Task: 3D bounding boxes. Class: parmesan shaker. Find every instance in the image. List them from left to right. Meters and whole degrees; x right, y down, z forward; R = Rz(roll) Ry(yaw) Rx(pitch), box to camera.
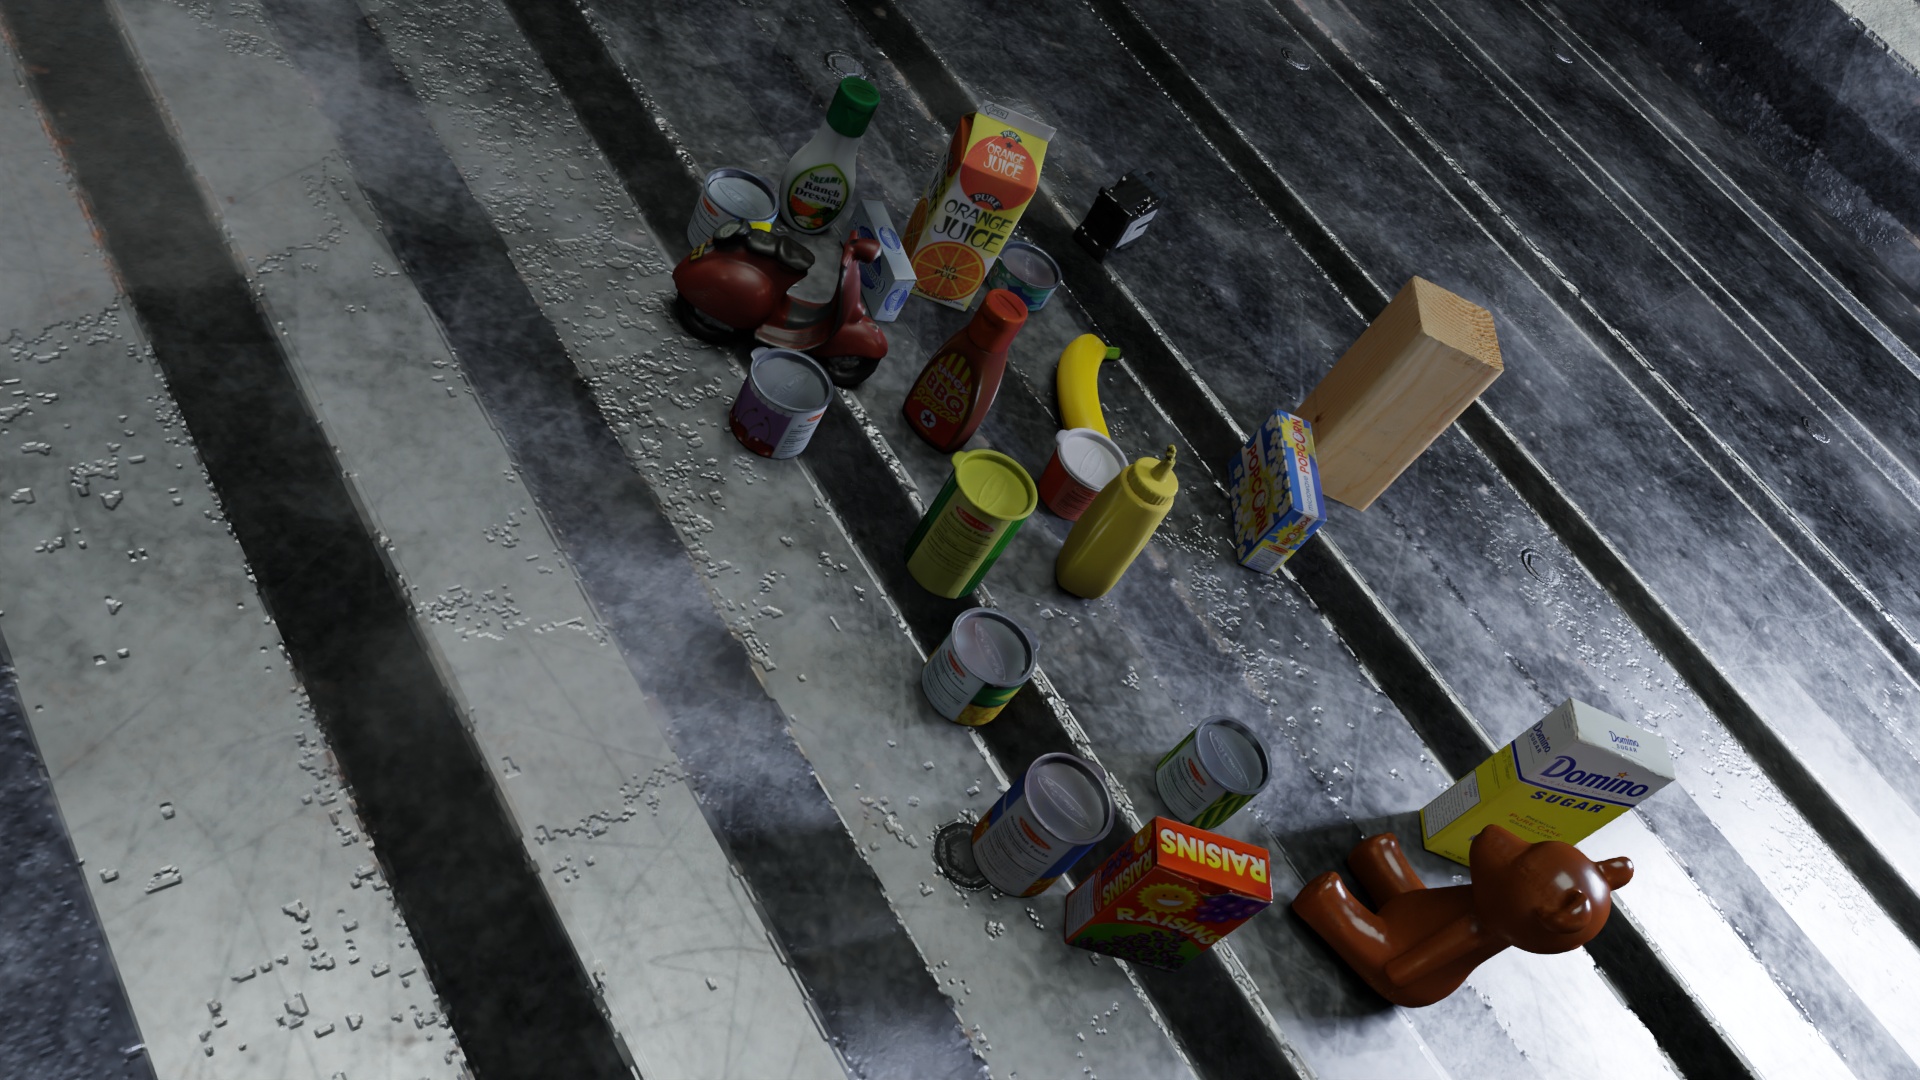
[{"bbox_3d":[0.004,-0.013,1.050,0.071,0.102,0.072,16,47,-18],"label":"parmesan shaker"}]

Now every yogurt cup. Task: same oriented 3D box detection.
[{"bbox_3d":[0.102,-0.053,1.177,0.072,0.053,0.073,16,47,-18],"label":"yogurt cup"}]

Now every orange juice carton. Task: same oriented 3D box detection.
[{"bbox_3d":[0.012,-0.304,1.239,0.072,0.191,0.073,16,47,-18],"label":"orange juice carton"}]

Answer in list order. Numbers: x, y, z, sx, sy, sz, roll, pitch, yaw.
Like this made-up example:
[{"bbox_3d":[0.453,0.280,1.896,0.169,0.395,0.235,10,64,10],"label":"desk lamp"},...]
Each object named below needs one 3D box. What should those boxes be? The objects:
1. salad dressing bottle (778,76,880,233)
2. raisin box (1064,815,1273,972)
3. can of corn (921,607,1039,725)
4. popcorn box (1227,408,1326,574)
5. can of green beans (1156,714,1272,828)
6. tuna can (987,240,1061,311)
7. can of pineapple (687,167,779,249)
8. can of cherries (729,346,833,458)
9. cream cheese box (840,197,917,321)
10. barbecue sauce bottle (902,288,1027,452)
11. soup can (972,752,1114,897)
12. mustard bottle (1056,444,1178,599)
[{"bbox_3d":[-0.115,-0.339,1.227,0.064,0.146,0.044,13,48,-21],"label":"salad dressing bottle"},{"bbox_3d":[0.133,0.232,0.902,0.086,0.122,0.040,20,46,-15],"label":"raisin box"},{"bbox_3d":[0.015,0.091,1.000,0.071,0.058,0.071,16,47,-18],"label":"can of corn"},{"bbox_3d":[0.283,-0.044,1.253,0.038,0.084,0.127,18,46,-16],"label":"popcorn box"},{"bbox_3d":[0.188,0.173,1.032,0.071,0.057,0.071,16,47,-18],"label":"can of green beans"},{"bbox_3d":[0.059,-0.256,1.340,0.071,0.032,0.071,16,47,-18],"label":"tuna can"},{"bbox_3d":[-0.194,-0.276,1.191,0.071,0.057,0.071,16,47,-18],"label":"can of pineapple"},{"bbox_3d":[-0.141,-0.108,1.078,0.071,0.058,0.072,16,47,-18],"label":"can of cherries"},{"bbox_3d":[-0.074,-0.251,1.243,0.024,0.053,0.104,-2,55,-32],"label":"cream cheese box"},{"bbox_3d":[0.007,-0.140,1.128,0.065,0.147,0.044,46,45,12],"label":"barbecue sauce bottle"},{"bbox_3d":[0.055,0.188,0.923,0.071,0.083,0.072,16,47,-18],"label":"soup can"},{"bbox_3d":[0.129,-0.019,1.088,0.049,0.159,0.066,25,45,-10],"label":"mustard bottle"}]
